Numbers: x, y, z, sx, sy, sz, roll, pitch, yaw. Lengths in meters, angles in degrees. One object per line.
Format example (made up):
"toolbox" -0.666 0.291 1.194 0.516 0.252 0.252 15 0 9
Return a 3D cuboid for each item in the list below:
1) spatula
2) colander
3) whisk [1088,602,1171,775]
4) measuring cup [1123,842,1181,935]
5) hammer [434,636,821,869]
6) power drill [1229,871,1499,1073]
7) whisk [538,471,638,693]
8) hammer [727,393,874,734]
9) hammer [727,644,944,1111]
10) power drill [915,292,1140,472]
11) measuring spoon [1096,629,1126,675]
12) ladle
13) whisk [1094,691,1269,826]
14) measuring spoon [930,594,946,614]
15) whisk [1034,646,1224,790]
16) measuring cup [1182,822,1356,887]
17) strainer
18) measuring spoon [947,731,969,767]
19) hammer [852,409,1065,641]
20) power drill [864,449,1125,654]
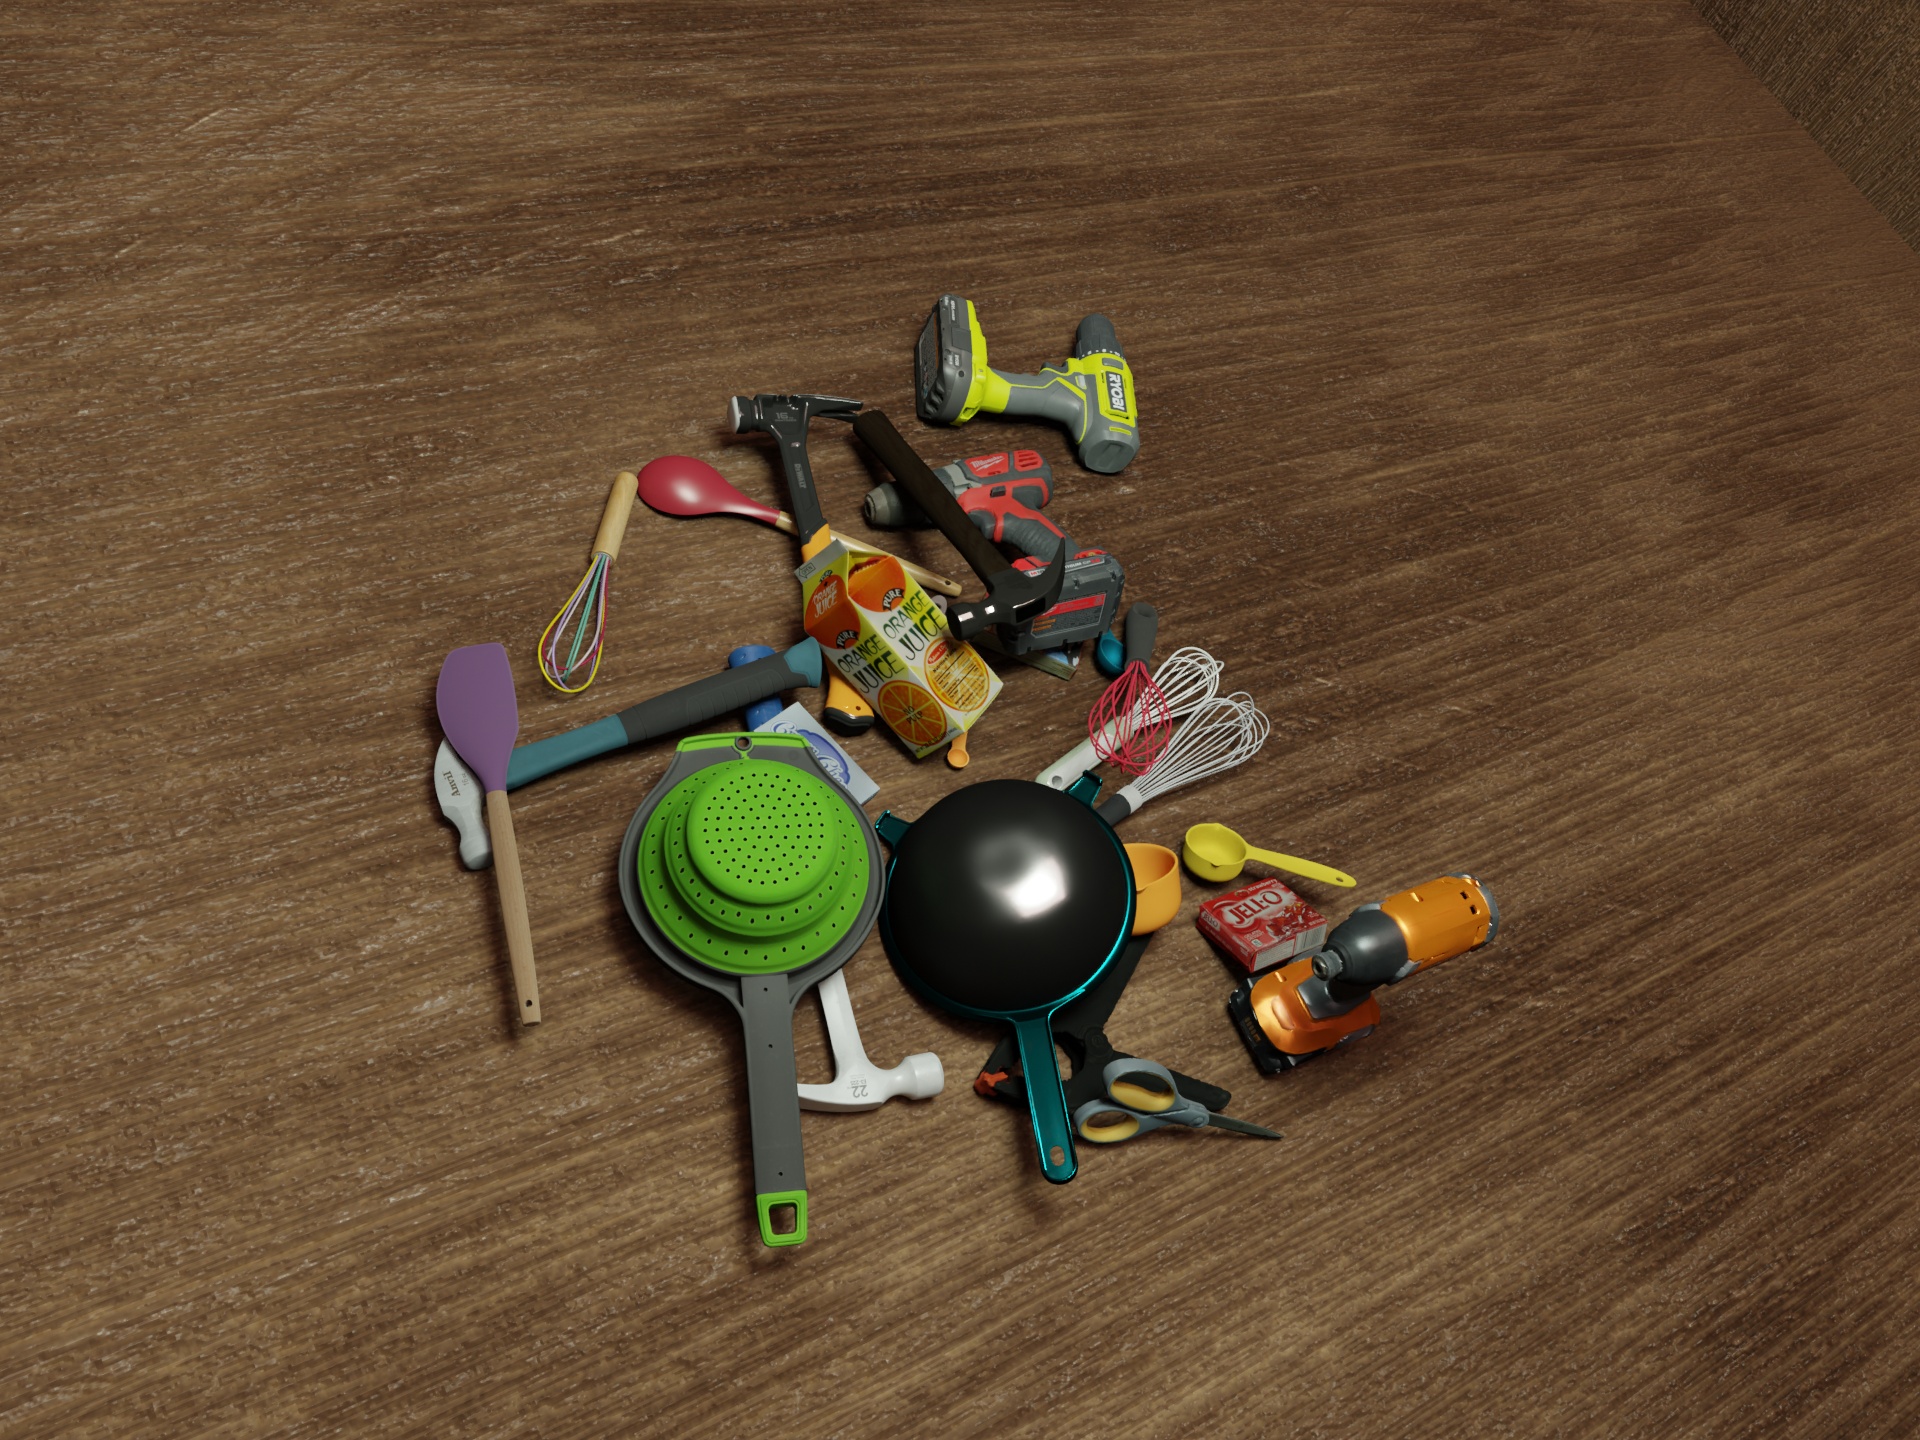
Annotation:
"spatula" -0.347 0.079 1.192 0.059 0.018 0.316 -11 64 -13
"colander" -0.140 0.171 1.156 0.204 0.094 0.397 -2 64 -14
"whisk" 0.158 -0.039 1.435 0.073 0.073 0.296 26 30 -5
"measuring cup" 0.102 0.155 1.341 0.173 0.052 0.095 -14 20 -4
"hammer" -0.259 0.004 1.281 0.331 0.033 0.128 -21 68 -22
"power drill" 0.309 0.207 1.282 0.164 0.226 0.084 -14 66 -28
"whisk" -0.314 -0.125 1.361 0.047 0.051 0.245 12 53 -7
"hammer" -0.120 -0.146 1.431 0.127 0.034 0.337 -5 68 -23
"hammer" -0.133 0.118 1.282 0.144 0.035 0.406 -5 62 -24
"power drill" 0.073 -0.362 1.642 0.228 0.080 0.191 9 57 -19
"measuring spoon" 0.128 -0.090 1.532 0.042 0.021 0.129 8 46 -40
"ladle" -0.145 -0.175 1.469 0.315 0.031 0.069 21 56 -10
"whisk" 0.172 0.055 1.435 0.284 0.070 0.070 -32 75 -29
"measuring spoon" -0.039 -0.073 1.456 0.034 0.018 0.124 29 47 -2
"whisk" 0.156 0.003 1.465 0.246 0.059 0.057 -35 104 -30
"measuring cup" 0.273 0.133 1.418 0.156 0.029 0.062 15 34 1
"strainer" 0.043 0.179 1.226 0.211 0.095 0.341 -11 59 1
"measuring spoon" -0.002 -0.005 1.429 0.021 0.011 0.117 9 53 -12
"hammer" -0.014 -0.190 1.431 0.130 0.031 0.332 -20 46 -18
"power drill" 0.030 -0.165 1.479 0.188 0.080 0.227 -13 48 -22
